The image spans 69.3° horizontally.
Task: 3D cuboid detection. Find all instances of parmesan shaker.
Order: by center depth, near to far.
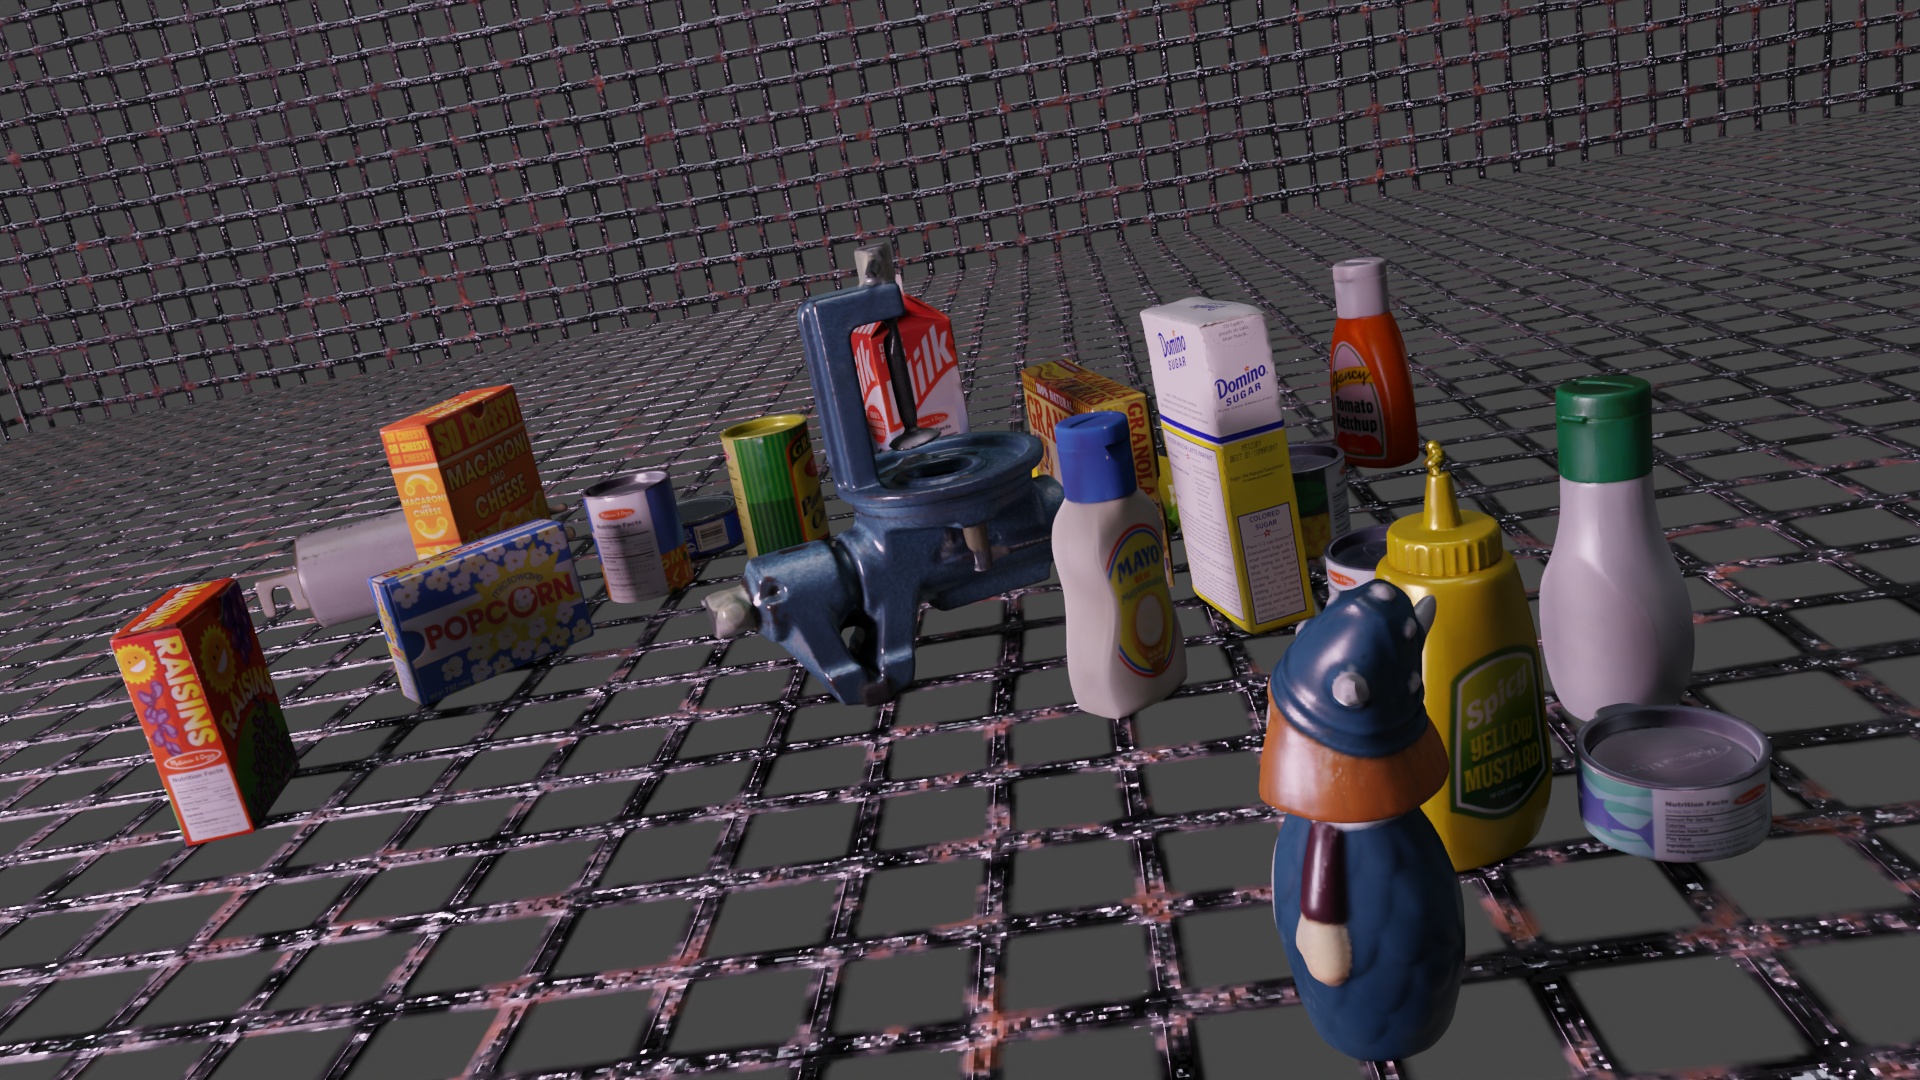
[{"bbox_3d":[-0.139,-0.039,1.055,0.071,0.102,0.071,-10,17,3],"label":"parmesan shaker"}]

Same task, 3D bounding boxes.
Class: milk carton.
[{"bbox_3d":[-0.045,-0.119,1.107,0.074,0.190,0.072,-18,18,-24],"label":"milk carton"}]

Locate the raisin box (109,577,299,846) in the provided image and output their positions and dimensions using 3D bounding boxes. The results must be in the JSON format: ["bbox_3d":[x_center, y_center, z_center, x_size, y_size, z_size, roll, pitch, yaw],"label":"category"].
[{"bbox_3d":[-0.413,0.092,0.767,0.040,0.123,0.086,-12,17,-5],"label":"raisin box"}]

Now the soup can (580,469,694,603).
[{"bbox_3d":[-0.239,-0.004,1.039,0.071,0.083,0.071,-10,17,3],"label":"soup can"}]

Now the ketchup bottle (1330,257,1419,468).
[{"bbox_3d":[0.296,-0.129,1.008,0.044,0.148,0.065,-19,19,-25],"label":"ketchup bottle"}]

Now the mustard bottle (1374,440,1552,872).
[{"bbox_3d":[0.181,0.041,0.513,0.065,0.159,0.049,-17,18,-22],"label":"mustard bottle"}]

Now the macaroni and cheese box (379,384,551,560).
[{"bbox_3d":[-0.345,-0.018,1.005,0.040,0.166,0.124,-7,17,13],"label":"macaroni and cheese box"}]

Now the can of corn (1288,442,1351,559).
[{"bbox_3d":[0.210,-0.025,0.881,0.071,0.058,0.071,-10,17,3],"label":"can of corn"}]

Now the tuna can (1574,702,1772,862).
[{"bbox_3d":[0.267,0.090,0.524,0.071,0.032,0.071,-10,17,3],"label":"tuna can"}]

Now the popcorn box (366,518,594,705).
[{"bbox_3d":[-0.316,0.045,0.925,0.127,0.085,0.038,-24,21,-38],"label":"popcorn box"}]

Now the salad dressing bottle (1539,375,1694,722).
[{"bbox_3d":[0.278,0.005,0.594,0.044,0.147,0.064,-18,18,-24],"label":"salad dressing bottle"}]

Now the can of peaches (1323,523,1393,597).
[{"bbox_3d":[0.223,0.028,0.704,0.071,0.058,0.071,-10,17,3],"label":"can of peaches"}]

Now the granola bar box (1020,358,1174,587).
[{"bbox_3d":[0.087,-0.045,0.907,0.039,0.123,0.166,-13,17,-9],"label":"granola bar box"}]

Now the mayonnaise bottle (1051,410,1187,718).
[{"bbox_3d":[0.076,0.011,0.694,0.065,0.147,0.041,-23,21,-36],"label":"mayonnaise bottle"}]
